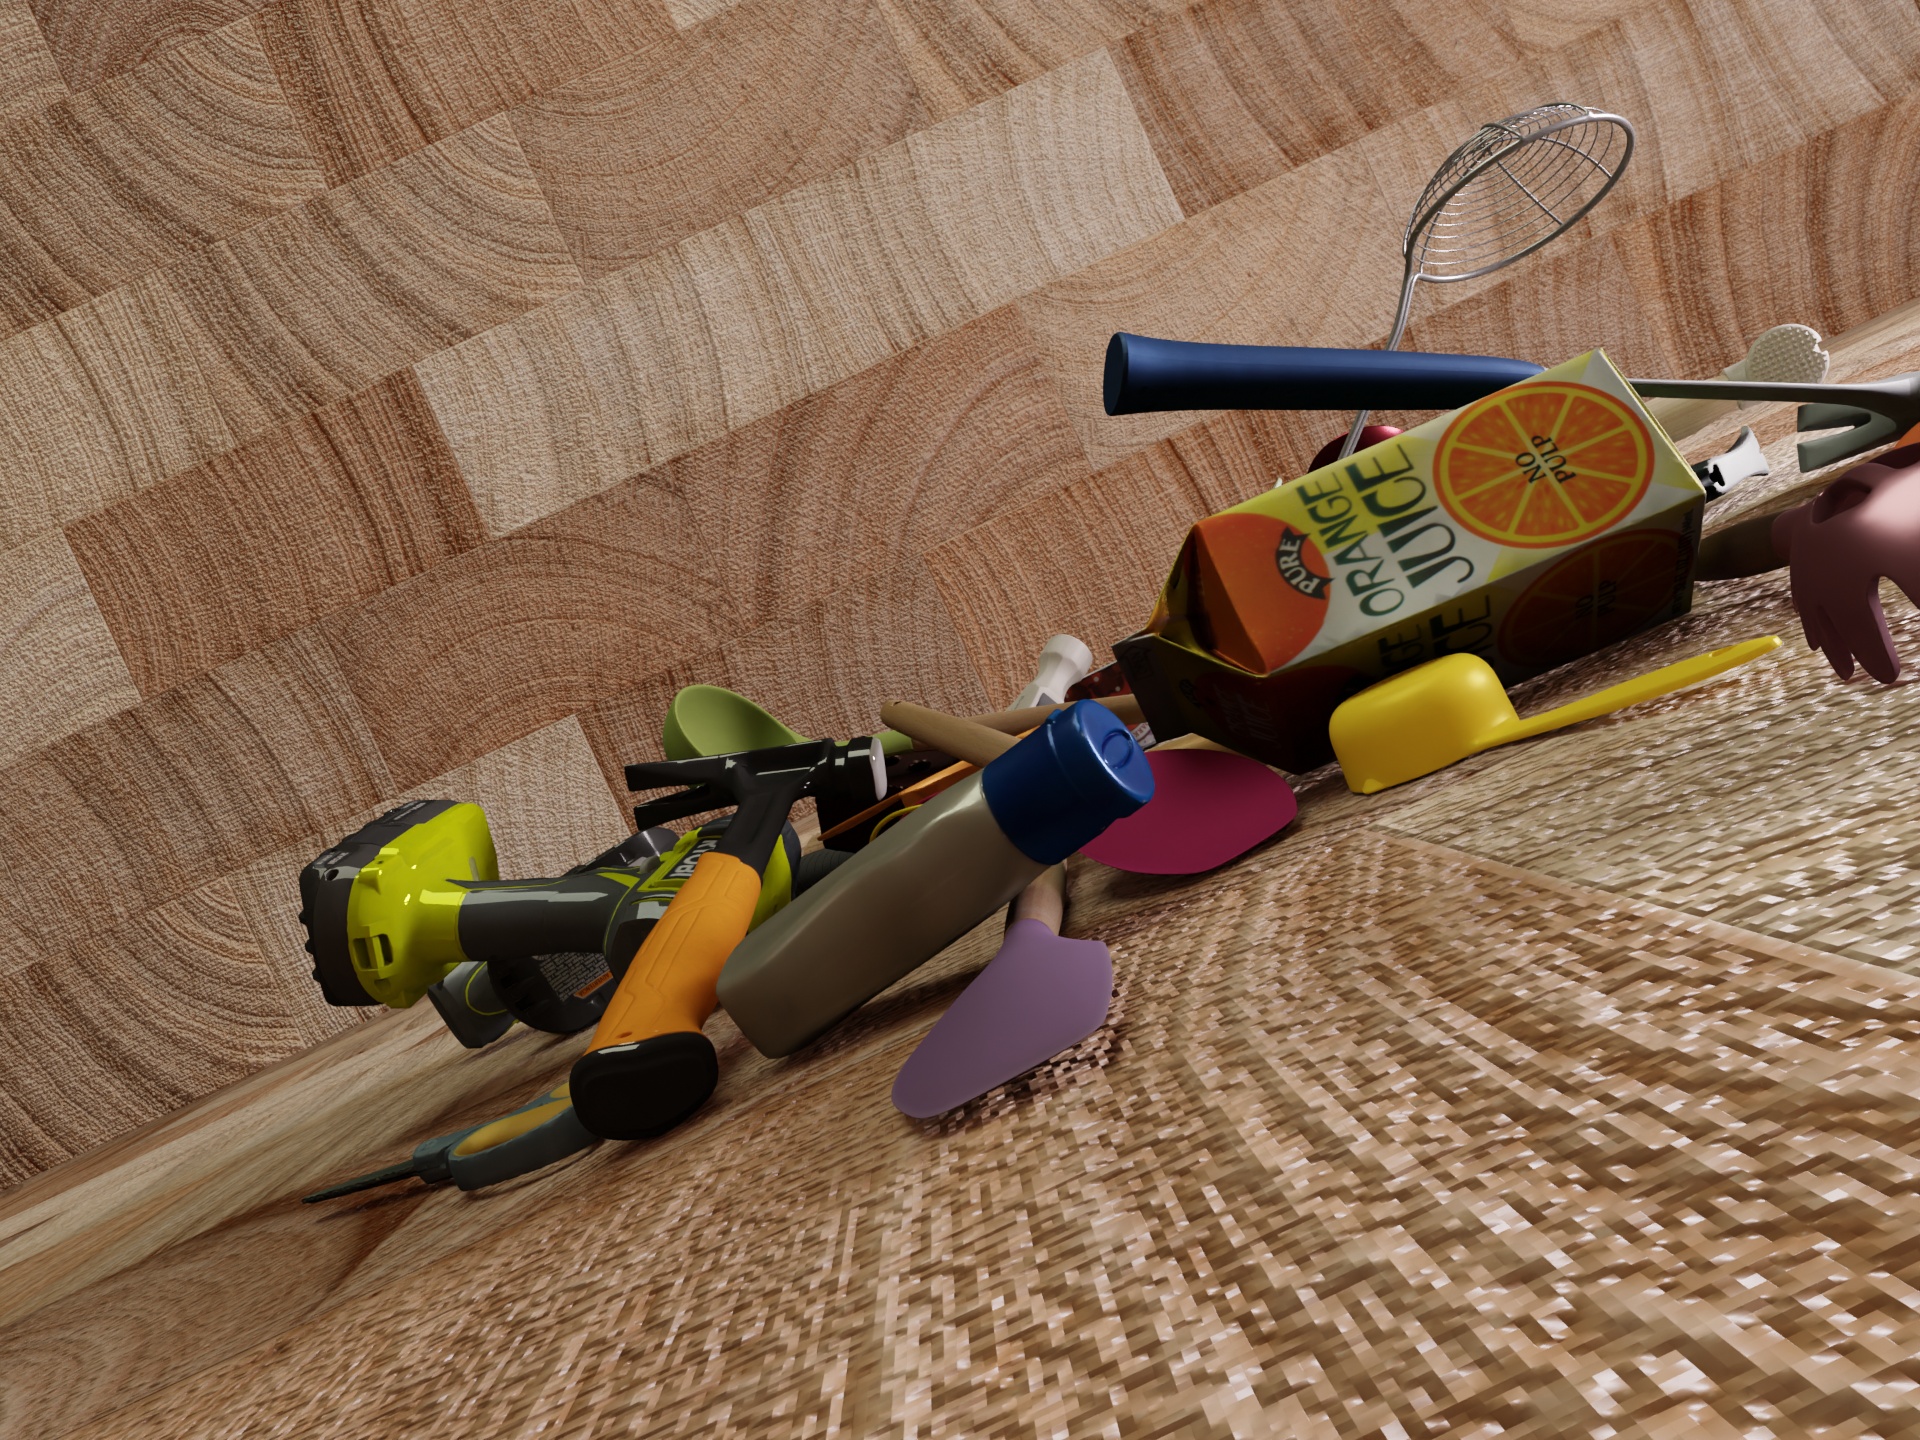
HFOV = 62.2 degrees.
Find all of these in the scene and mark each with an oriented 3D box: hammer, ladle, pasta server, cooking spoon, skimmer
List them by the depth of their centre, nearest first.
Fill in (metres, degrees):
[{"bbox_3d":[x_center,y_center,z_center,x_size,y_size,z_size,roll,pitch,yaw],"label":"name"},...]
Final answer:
[{"bbox_3d":[0.247,-0.047,0.470,0.060,0.040,0.316,-38,-8,15],"label":"pasta server"},{"bbox_3d":[0.029,0.018,0.630,0.069,0.017,0.319,-28,18,-17],"label":"cooking spoon"},{"bbox_3d":[-0.104,0.070,0.631,0.127,0.034,0.337,-7,15,3],"label":"hammer"},{"bbox_3d":[0.265,-0.148,0.716,0.405,0.035,0.144,0,-5,-7],"label":"hammer"},{"bbox_3d":[-0.001,-0.003,0.870,0.320,0.062,0.078,-8,37,-2],"label":"ladle"},{"bbox_3d":[0.248,-0.160,0.871,0.127,0.090,0.363,12,-77,-60],"label":"skimmer"},{"bbox_3d":[0.293,-0.121,0.947,0.410,0.038,0.146,-25,-2,25],"label":"hammer"},{"bbox_3d":[0.314,-0.091,1.011,0.149,0.036,0.409,-24,0,-32],"label":"hammer"},{"bbox_3d":[0.296,-0.129,1.054,0.069,0.031,0.315,-26,-19,21],"label":"ladle"},{"bbox_3d":[-0.121,0.111,1.074,0.128,0.033,0.331,-27,2,-34],"label":"hammer"},{"bbox_3d":[-0.030,0.051,1.078,0.331,0.031,0.130,-35,20,55],"label":"hammer"}]

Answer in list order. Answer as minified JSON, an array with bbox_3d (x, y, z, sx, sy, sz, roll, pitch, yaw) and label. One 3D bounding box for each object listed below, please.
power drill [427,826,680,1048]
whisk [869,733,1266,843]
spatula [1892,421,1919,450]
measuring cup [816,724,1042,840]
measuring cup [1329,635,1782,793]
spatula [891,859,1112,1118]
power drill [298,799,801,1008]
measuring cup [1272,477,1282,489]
[{"bbox_3d":[-0.234,0.131,1.011,0.190,0.080,0.228,-35,5,-26],"label":"power drill"},{"bbox_3d":[0.060,0.028,0.648,0.245,0.047,0.051,-22,8,31],"label":"whisk"},{"bbox_3d":[0.393,-0.113,0.565,0.322,0.041,0.081,-20,-5,-43],"label":"spatula"},{"bbox_3d":[-0.008,0.054,0.797,0.173,0.052,0.095,-27,0,42],"label":"measuring cup"},{"bbox_3d":[0.166,-0.012,0.464,0.062,0.029,0.156,-26,-1,-28],"label":"measuring cup"},{"bbox_3d":[0.020,0.064,0.485,0.060,0.018,0.316,-29,1,7],"label":"spatula"},{"bbox_3d":[-0.199,0.088,0.812,0.223,0.080,0.171,-2,17,13],"label":"power drill"},{"bbox_3d":[0.161,-0.063,0.856,0.083,0.038,0.168,113,-177,-62],"label":"measuring cup"}]
